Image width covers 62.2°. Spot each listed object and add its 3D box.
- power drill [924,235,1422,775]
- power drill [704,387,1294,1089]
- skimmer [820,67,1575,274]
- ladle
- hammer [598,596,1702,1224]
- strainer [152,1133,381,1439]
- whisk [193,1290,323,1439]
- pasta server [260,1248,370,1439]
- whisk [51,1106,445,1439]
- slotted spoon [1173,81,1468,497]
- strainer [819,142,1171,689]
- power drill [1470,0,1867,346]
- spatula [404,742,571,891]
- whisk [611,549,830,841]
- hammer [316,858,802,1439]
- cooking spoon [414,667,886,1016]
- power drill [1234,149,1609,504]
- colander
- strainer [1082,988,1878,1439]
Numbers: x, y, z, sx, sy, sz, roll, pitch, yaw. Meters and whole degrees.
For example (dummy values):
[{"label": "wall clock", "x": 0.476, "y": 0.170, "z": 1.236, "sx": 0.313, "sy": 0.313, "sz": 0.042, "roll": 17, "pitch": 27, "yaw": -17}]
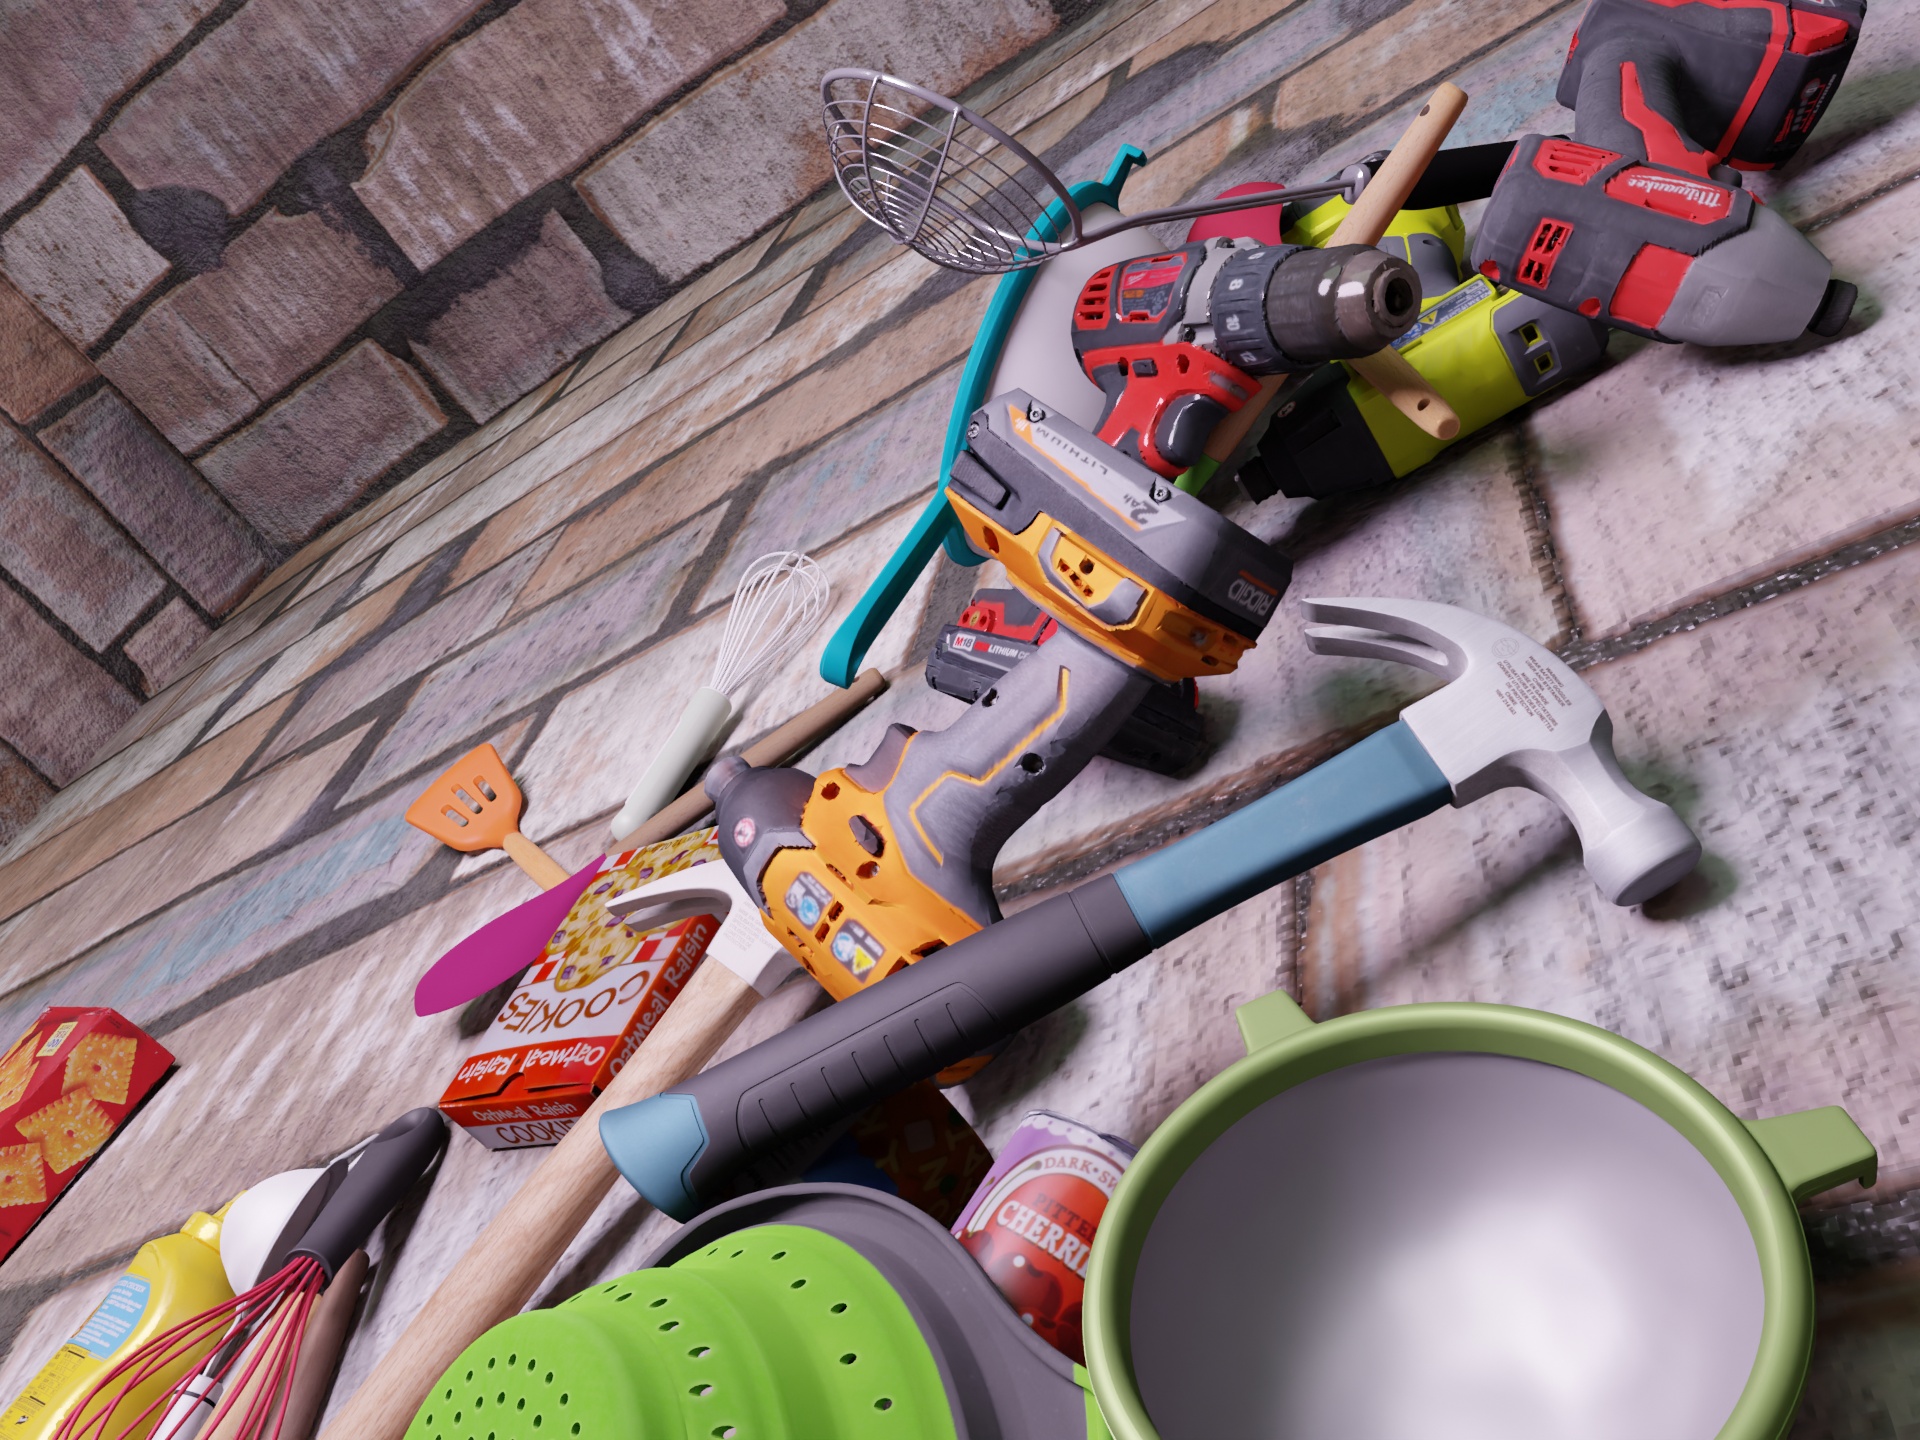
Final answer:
[{"label": "power drill", "x": 0.088, "y": -0.097, "z": 0.668, "sx": 0.188, "sy": 0.080, "sz": 0.227, "roll": 17, "pitch": 85, "yaw": 59}, {"label": "power drill", "x": -0.001, "y": -0.002, "z": 0.590, "sx": 0.164, "sy": 0.084, "sz": 0.226, "roll": 38, "pitch": 102, "yaw": 30}, {"label": "skimmer", "x": 0.121, "y": -0.265, "z": 0.720, "sx": 0.363, "sy": 0.090, "sz": 0.127, "roll": -12, "pitch": 10, "yaw": -13}, {"label": "ladle", "x": 0.164, "y": -0.199, "z": 0.753, "sx": 0.069, "sy": 0.031, "sz": 0.316, "roll": -44, "pitch": 30, "yaw": 17}, {"label": "hammer", "x": 0.041, "y": 0.066, "z": 0.489, "sx": 0.331, "sy": 0.033, "sz": 0.128, "roll": -27, "pitch": 58, "yaw": 2}, {"label": "strainer", "x": -0.343, "y": 0.295, "z": 0.721, "sx": 0.086, "sy": 0.050, "sz": 0.259, "roll": 118, "pitch": 171, "yaw": -47}, {"label": "whisk", "x": -0.325, "y": 0.329, "z": 0.638, "sx": 0.047, "sy": 0.051, "sz": 0.245, "roll": 9, "pitch": 32, "yaw": 6}, {"label": "pasta server", "x": -0.287, "y": 0.324, "z": 0.612, "sx": 0.060, "sy": 0.040, "sz": 0.316, "roll": -42, "pitch": 22, "yaw": 18}, {"label": "whisk", "x": -0.290, "y": 0.248, "z": 0.681, "sx": 0.073, "sy": 0.073, "sz": 0.296, "roll": -31, "pitch": 11, "yaw": 14}, {"label": "slotted spoon", "x": 0.129, "y": -0.142, "z": 0.723, "sx": 0.313, "sy": 0.031, "sz": 0.070, "roll": -57, "pitch": 27, "yaw": 24}, {"label": "strainer", "x": 0.047, "y": -0.122, "z": 0.800, "sx": 0.095, "sy": 0.210, "sz": 0.340, "roll": 22, "pitch": 52, "yaw": 13}, {"label": "power drill", "x": 0.311, "y": -0.239, "z": 0.675, "sx": 0.143, "sy": 0.078, "sz": 0.220, "roll": 22, "pitch": 53, "yaw": 11}, {"label": "spatula", "x": -0.290, "y": 0.079, "z": 1.030, "sx": 0.081, "sy": 0.041, "sz": 0.323, "roll": -45, "pitch": 26, "yaw": -15}, {"label": "whisk", "x": -0.153, "y": -0.019, "z": 1.009, "sx": 0.057, "sy": 0.059, "sz": 0.246, "roll": 109, "pitch": -173, "yaw": -56}, {"label": "hammer", "x": -0.165, "y": 0.193, "z": 0.639, "sx": 0.130, "sy": 0.031, "sz": 0.331, "roll": 29, "pitch": 71, "yaw": 31}, {"label": "cooking spoon", "x": -0.175, "y": 0.065, "z": 0.898, "sx": 0.319, "sy": 0.017, "sz": 0.069, "roll": -35, "pitch": 29, "yaw": -5}, {"label": "power drill", "x": 0.202, "y": -0.196, "z": 0.800, "sx": 0.171, "sy": 0.080, "sz": 0.223, "roll": -29, "pitch": 29, "yaw": 17}, {"label": "colander", "x": -0.138, "y": 0.228, "z": 0.438, "sx": 0.397, "sy": 0.094, "sz": 0.205, "roll": -20, "pitch": 53, "yaw": 40}, {"label": "strainer", "x": 0.079, "y": 0.171, "z": 0.324, "sx": 0.151, "sy": 0.069, "sz": 0.256, "roll": 5, "pitch": 42, "yaw": 41}]
